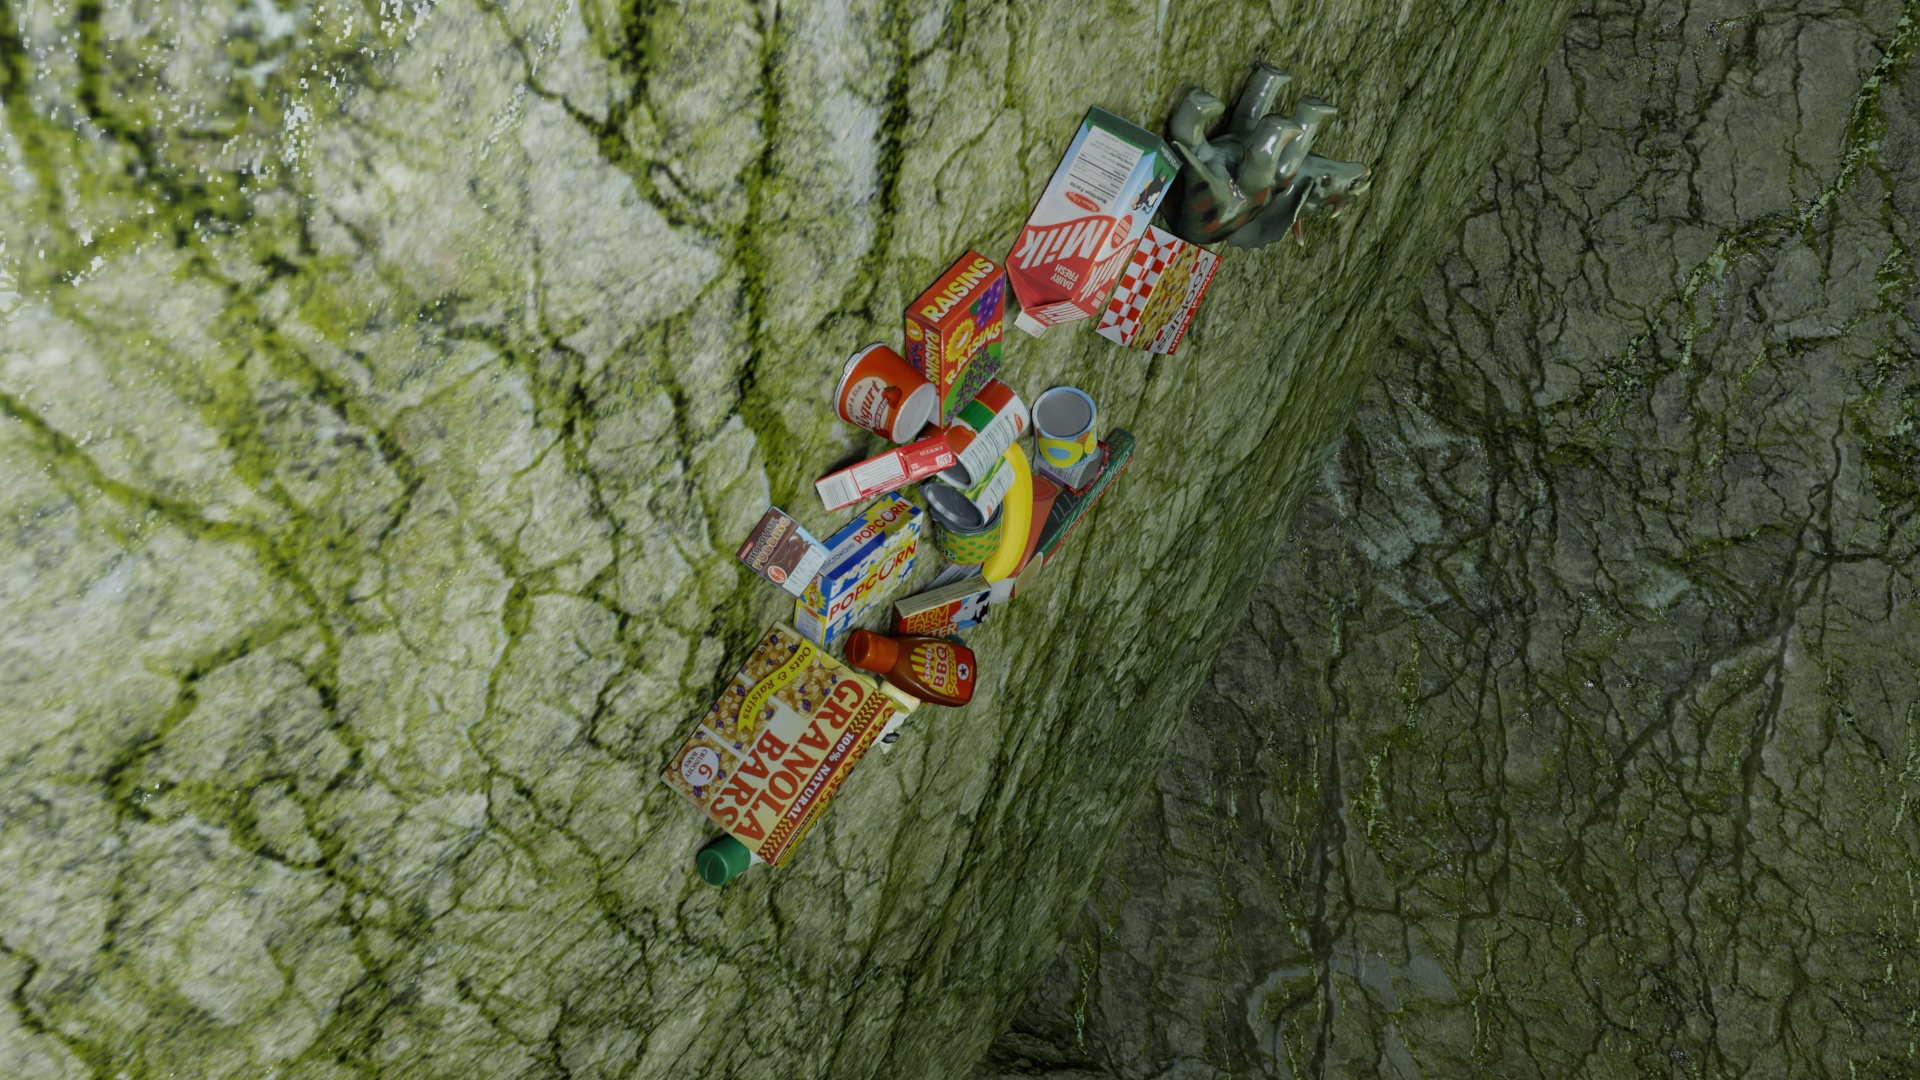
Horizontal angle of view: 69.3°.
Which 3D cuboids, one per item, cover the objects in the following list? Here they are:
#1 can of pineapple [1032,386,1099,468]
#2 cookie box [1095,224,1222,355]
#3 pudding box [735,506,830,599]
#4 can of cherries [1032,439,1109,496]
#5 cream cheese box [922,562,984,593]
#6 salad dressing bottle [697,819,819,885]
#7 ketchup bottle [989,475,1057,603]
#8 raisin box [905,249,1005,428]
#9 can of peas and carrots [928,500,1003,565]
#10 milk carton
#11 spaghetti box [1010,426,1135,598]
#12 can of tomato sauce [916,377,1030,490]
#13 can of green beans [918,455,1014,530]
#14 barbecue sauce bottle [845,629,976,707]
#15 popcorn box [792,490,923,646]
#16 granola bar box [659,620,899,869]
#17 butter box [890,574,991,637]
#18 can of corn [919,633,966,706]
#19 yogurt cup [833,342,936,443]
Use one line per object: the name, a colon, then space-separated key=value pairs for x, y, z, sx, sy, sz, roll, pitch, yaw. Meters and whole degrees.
can of pineapple: x=0.109 y=-0.115 z=1.423 sx=0.071 sy=0.071 sz=0.057 roll=-51 pitch=159 yaw=-19
cookie box: x=0.216 y=-0.266 z=1.494 sx=0.168 sy=0.040 sz=0.122 roll=-8 pitch=127 yaw=-64
pudding box: x=-0.137 y=0.011 z=1.088 sx=0.050 sy=0.030 sz=0.083 roll=-54 pitch=160 yaw=-5
can of cherries: x=0.121 y=-0.090 z=1.507 sx=0.072 sy=0.058 sz=0.071 roll=-47 pitch=157 yaw=-26
cream cheese box: x=-0.004 y=0.048 z=1.470 sx=0.104 sy=0.024 sz=0.053 roll=-42 pitch=154 yaw=-38
salad dressing bottle: x=-0.196 y=0.290 z=1.350 sx=0.148 sy=0.044 sz=0.064 roll=-21 pitch=138 yaw=-59
ketchup bottle: x=0.057 y=0.001 z=1.514 sx=0.065 sy=0.043 sz=0.148 roll=-21 pitch=140 yaw=-47
raisin box: x=-0.004 y=-0.163 z=1.130 sx=0.086 sy=0.040 sz=0.122 roll=-47 pitch=159 yaw=-26
can of peas and carrots: x=0.005 y=-0.017 z=1.334 sx=0.071 sy=0.071 sz=0.058 roll=-47 pitch=158 yaw=-27
milk carton: x=0.104 y=-0.261 z=1.185 sx=0.190 sy=0.073 sz=0.072 roll=-60 pitch=160 yaw=8
spaghetti box: x=0.127 y=-0.035 z=1.648 sx=0.251 sy=0.029 sz=0.050 roll=-49 pitch=159 yaw=-23
can of tomato sauce: x=0.010 y=-0.096 z=1.227 sx=0.083 sy=0.071 sz=0.071 roll=-49 pitch=159 yaw=-21
can of green beans: x=0.008 y=-0.052 z=1.278 sx=0.058 sy=0.071 sz=0.071 roll=-56 pitch=161 yaw=-24
barbecue sauce bottle: x=-0.048 y=0.121 z=1.366 sx=0.148 sy=0.043 sz=0.065 roll=21 pitch=66 yaw=-43
popcorn box: x=-0.089 y=0.024 z=1.209 sx=0.127 sy=0.038 sz=0.084 roll=-40 pitch=153 yaw=-40
granola bar box: x=-0.150 y=0.168 z=1.155 sx=0.166 sy=0.124 sz=0.039 roll=-54 pitch=161 yaw=-10
butter box: x=-0.021 y=0.073 z=1.406 sx=0.104 sy=0.024 sz=0.052 roll=-17 pitch=139 yaw=-24
can of corn: x=-0.032 y=0.131 z=1.461 sx=0.058 sy=0.071 sz=0.070 roll=-36 pitch=151 yaw=-45
yogurt cup: x=-0.055 y=-0.110 z=1.065 sx=0.073 sy=0.054 sz=0.072 roll=-48 pitch=159 yaw=-25
